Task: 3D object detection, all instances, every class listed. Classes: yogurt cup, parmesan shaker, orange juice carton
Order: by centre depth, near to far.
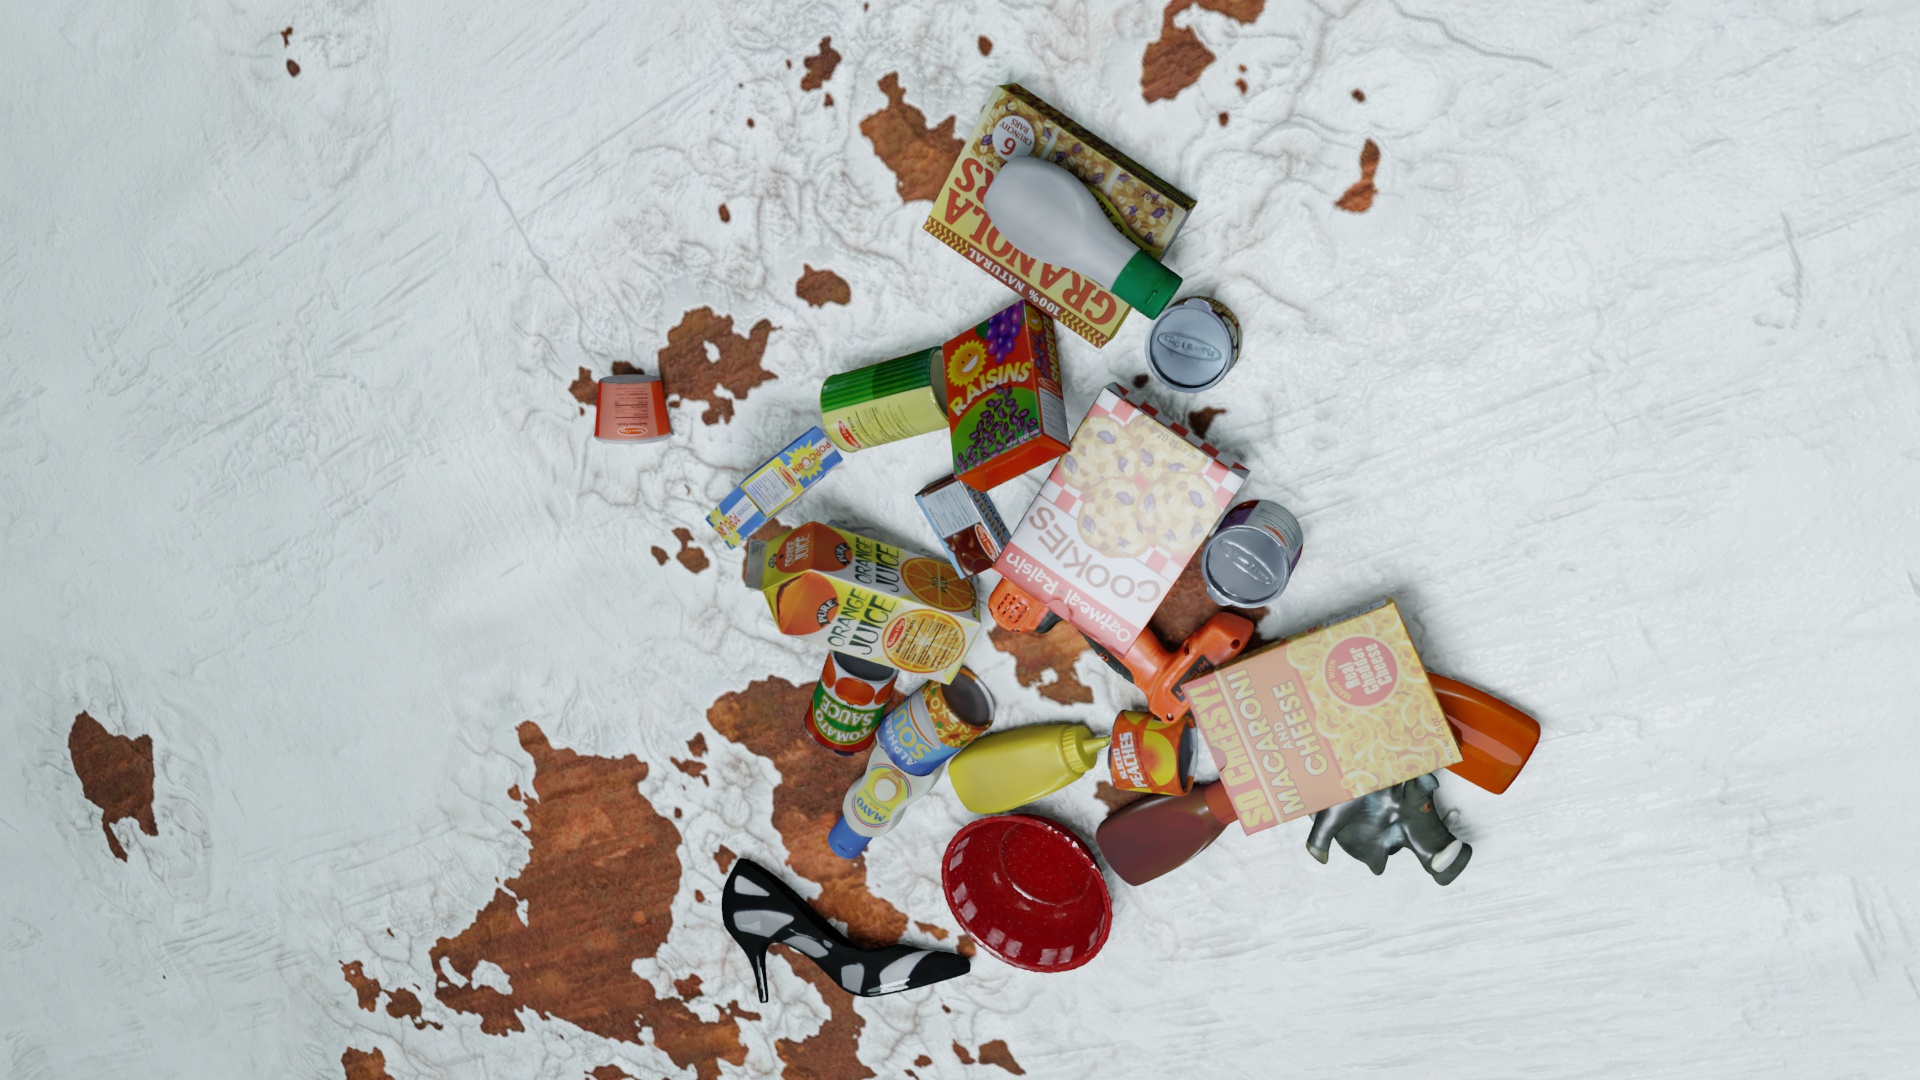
[{"bbox_3d":[-0.051,-0.112,1.119,0.103,0.071,0.071,-12,105,28],"label":"parmesan shaker"},{"bbox_3d":[-0.084,0.046,1.147,0.193,0.072,0.072,18,121,-15],"label":"orange juice carton"},{"bbox_3d":[-0.291,-0.117,1.230,0.072,0.072,0.053,7,106,23],"label":"yogurt cup"}]

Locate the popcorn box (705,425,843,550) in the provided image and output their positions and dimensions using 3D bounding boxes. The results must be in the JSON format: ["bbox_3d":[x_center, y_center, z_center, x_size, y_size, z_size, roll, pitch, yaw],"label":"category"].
[{"bbox_3d":[-0.156,-0.042,1.153,0.038,0.085,0.126,51,154,-5],"label":"popcorn box"}]

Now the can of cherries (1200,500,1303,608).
[{"bbox_3d":[0.218,0.011,1.046,0.071,0.059,0.071,9,115,21],"label":"can of cherries"}]

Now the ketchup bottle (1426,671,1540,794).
[{"bbox_3d":[0.351,0.128,1.040,0.149,0.044,0.064,29,114,12],"label":"ketchup bottle"}]

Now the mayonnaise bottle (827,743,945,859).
[{"bbox_3d":[-0.075,0.239,1.288,0.065,0.041,0.147,38,121,4],"label":"mayonnaise bottle"}]

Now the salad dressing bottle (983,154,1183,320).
[{"bbox_3d":[0.087,-0.211,0.977,0.148,0.044,0.064,37,119,5],"label":"salad dressing bottle"}]

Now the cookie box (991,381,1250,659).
[{"bbox_3d":[0.117,-0.014,1.039,0.123,0.040,0.167,35,110,8],"label":"cookie box"}]

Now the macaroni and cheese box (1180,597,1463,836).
[{"bbox_3d":[0.263,0.130,1.021,0.166,0.040,0.123,-24,86,16],"label":"macaroni and cheese box"}]

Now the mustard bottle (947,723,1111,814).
[{"bbox_3d":[0.067,0.190,1.197,0.160,0.049,0.065,-21,100,30],"label":"mustard bottle"}]

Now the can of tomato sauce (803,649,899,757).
[{"bbox_3d":[-0.097,0.139,1.240,0.071,0.071,0.082,28,120,12],"label":"can of tomato sauce"}]

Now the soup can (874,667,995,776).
[{"bbox_3d":[-0.022,0.157,1.212,0.071,0.072,0.083,48,122,0],"label":"soup can"}]

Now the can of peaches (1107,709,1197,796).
[{"bbox_3d":[0.158,0.174,1.134,0.058,0.071,0.071,2,112,23],"label":"can of peaches"}]

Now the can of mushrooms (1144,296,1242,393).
[{"bbox_3d":[0.172,-0.146,1.017,0.071,0.033,0.070,10,115,22],"label":"can of mushrooms"}]

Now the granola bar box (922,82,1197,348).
[{"bbox_3d":[0.071,-0.239,1.022,0.166,0.039,0.123,36,120,8],"label":"granola bar box"}]

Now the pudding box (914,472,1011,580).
[{"bbox_3d":[0.004,-0.014,1.152,0.049,0.030,0.083,-26,98,30],"label":"pudding box"}]

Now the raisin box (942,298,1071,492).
[{"bbox_3d":[0.034,-0.110,1.052,0.086,0.040,0.124,-26,56,33],"label":"raisin box"}]

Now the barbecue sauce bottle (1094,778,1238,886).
[{"bbox_3d":[0.187,0.235,1.163,0.148,0.044,0.065,-35,94,31],"label":"barbecue sauce bottle"}]

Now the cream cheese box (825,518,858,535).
[{"bbox_3d":[-0.113,0.036,1.232,0.053,0.024,0.103,32,120,12],"label":"cream cheese box"}]
